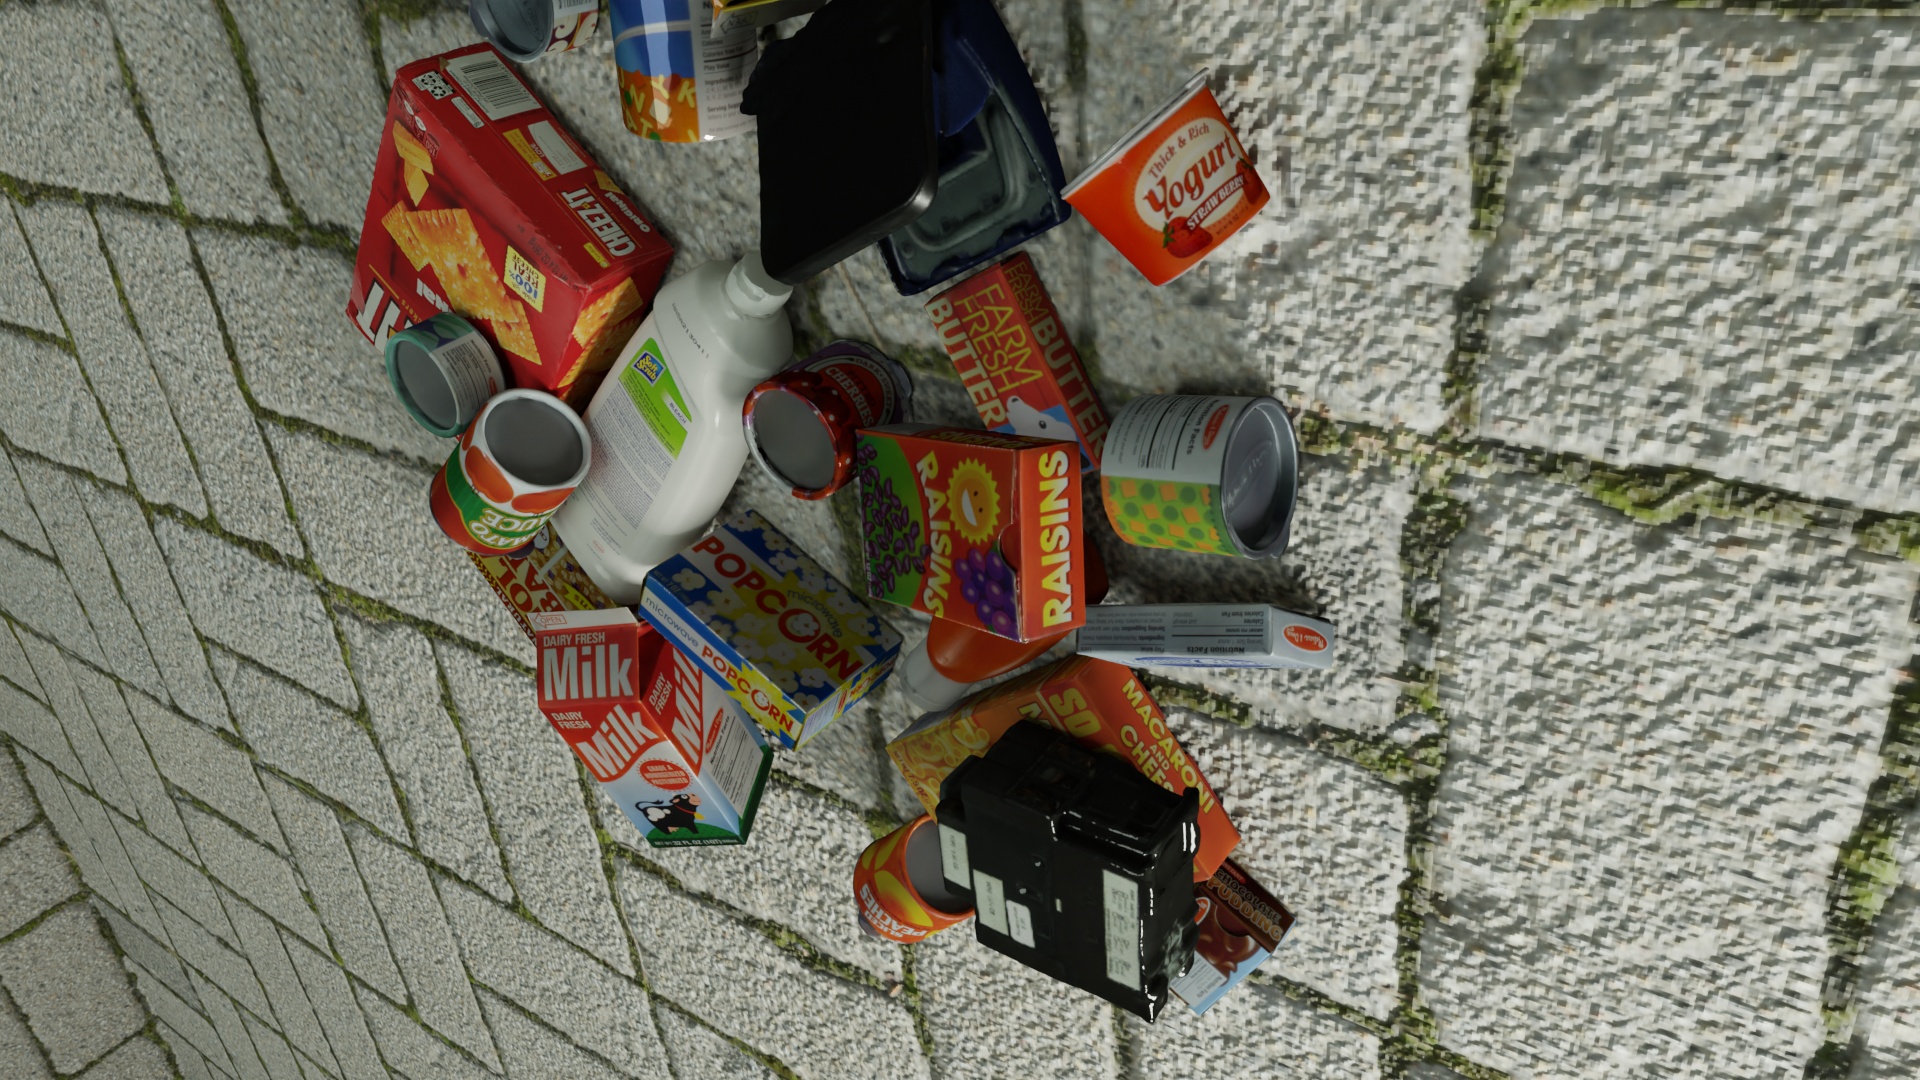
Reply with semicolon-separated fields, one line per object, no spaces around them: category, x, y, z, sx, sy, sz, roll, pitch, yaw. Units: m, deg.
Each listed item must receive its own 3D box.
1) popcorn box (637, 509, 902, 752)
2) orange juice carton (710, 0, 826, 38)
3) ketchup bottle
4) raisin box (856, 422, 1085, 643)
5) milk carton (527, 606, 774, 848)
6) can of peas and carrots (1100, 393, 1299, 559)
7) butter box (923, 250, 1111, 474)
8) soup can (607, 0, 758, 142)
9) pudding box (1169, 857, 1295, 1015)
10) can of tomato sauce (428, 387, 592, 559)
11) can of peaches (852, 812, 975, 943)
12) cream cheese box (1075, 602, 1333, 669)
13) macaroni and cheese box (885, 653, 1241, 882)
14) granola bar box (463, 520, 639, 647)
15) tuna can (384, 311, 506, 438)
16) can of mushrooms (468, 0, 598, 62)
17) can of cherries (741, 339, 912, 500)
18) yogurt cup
popcorn box;-0.108;0.048;0.789;0.127;0.085;0.038;39;134;15
orange juice carton;-0.052;-0.284;0.535;0.073;0.072;0.191;41;135;14
ketchup bottle;0.014;0.041;0.708;0.065;0.044;0.148;59;139;15
raisin box;0.002;-0.008;0.639;0.123;0.040;0.086;12;108;51
milk carton;-0.191;0.106;0.854;0.072;0.074;0.189;-6;134;20
can of peas and carrots;0.100;-0.026;0.576;0.058;0.071;0.070;6;120;39
butter box;0.028;-0.075;0.636;0.053;0.024;0.103;-17;105;46
soup can;-0.129;-0.234;0.638;0.071;0.072;0.083;22;129;29
pudding box;0.132;0.208;0.727;0.050;0.030;0.083;41;136;14
can of tomato sauce;-0.253;-0.036;0.784;0.071;0.071;0.082;53;134;0
can of peaches;-0.023;0.202;0.826;0.071;0.071;0.057;52;136;2
cream cheese box;0.107;0.043;0.622;0.103;0.053;0.024;-4;76;42
macaroni and cheese box;0.050;0.132;0.741;0.166;0.040;0.123;-29;97;47
granola bar box;-0.259;0.038;0.947;0.165;0.039;0.123;54;136;-2
tuna can;-0.296;-0.094;0.793;0.071;0.033;0.070;22;131;28
can of mushrooms;-0.221;-0.281;0.711;0.071;0.034;0.070;21;129;29
can of cherries;-0.066;-0.062;0.701;0.071;0.059;0.071;22;129;30
yogurt cup;0.080;-0.134;0.527;0.054;0.073;0.072;50;138;-8
